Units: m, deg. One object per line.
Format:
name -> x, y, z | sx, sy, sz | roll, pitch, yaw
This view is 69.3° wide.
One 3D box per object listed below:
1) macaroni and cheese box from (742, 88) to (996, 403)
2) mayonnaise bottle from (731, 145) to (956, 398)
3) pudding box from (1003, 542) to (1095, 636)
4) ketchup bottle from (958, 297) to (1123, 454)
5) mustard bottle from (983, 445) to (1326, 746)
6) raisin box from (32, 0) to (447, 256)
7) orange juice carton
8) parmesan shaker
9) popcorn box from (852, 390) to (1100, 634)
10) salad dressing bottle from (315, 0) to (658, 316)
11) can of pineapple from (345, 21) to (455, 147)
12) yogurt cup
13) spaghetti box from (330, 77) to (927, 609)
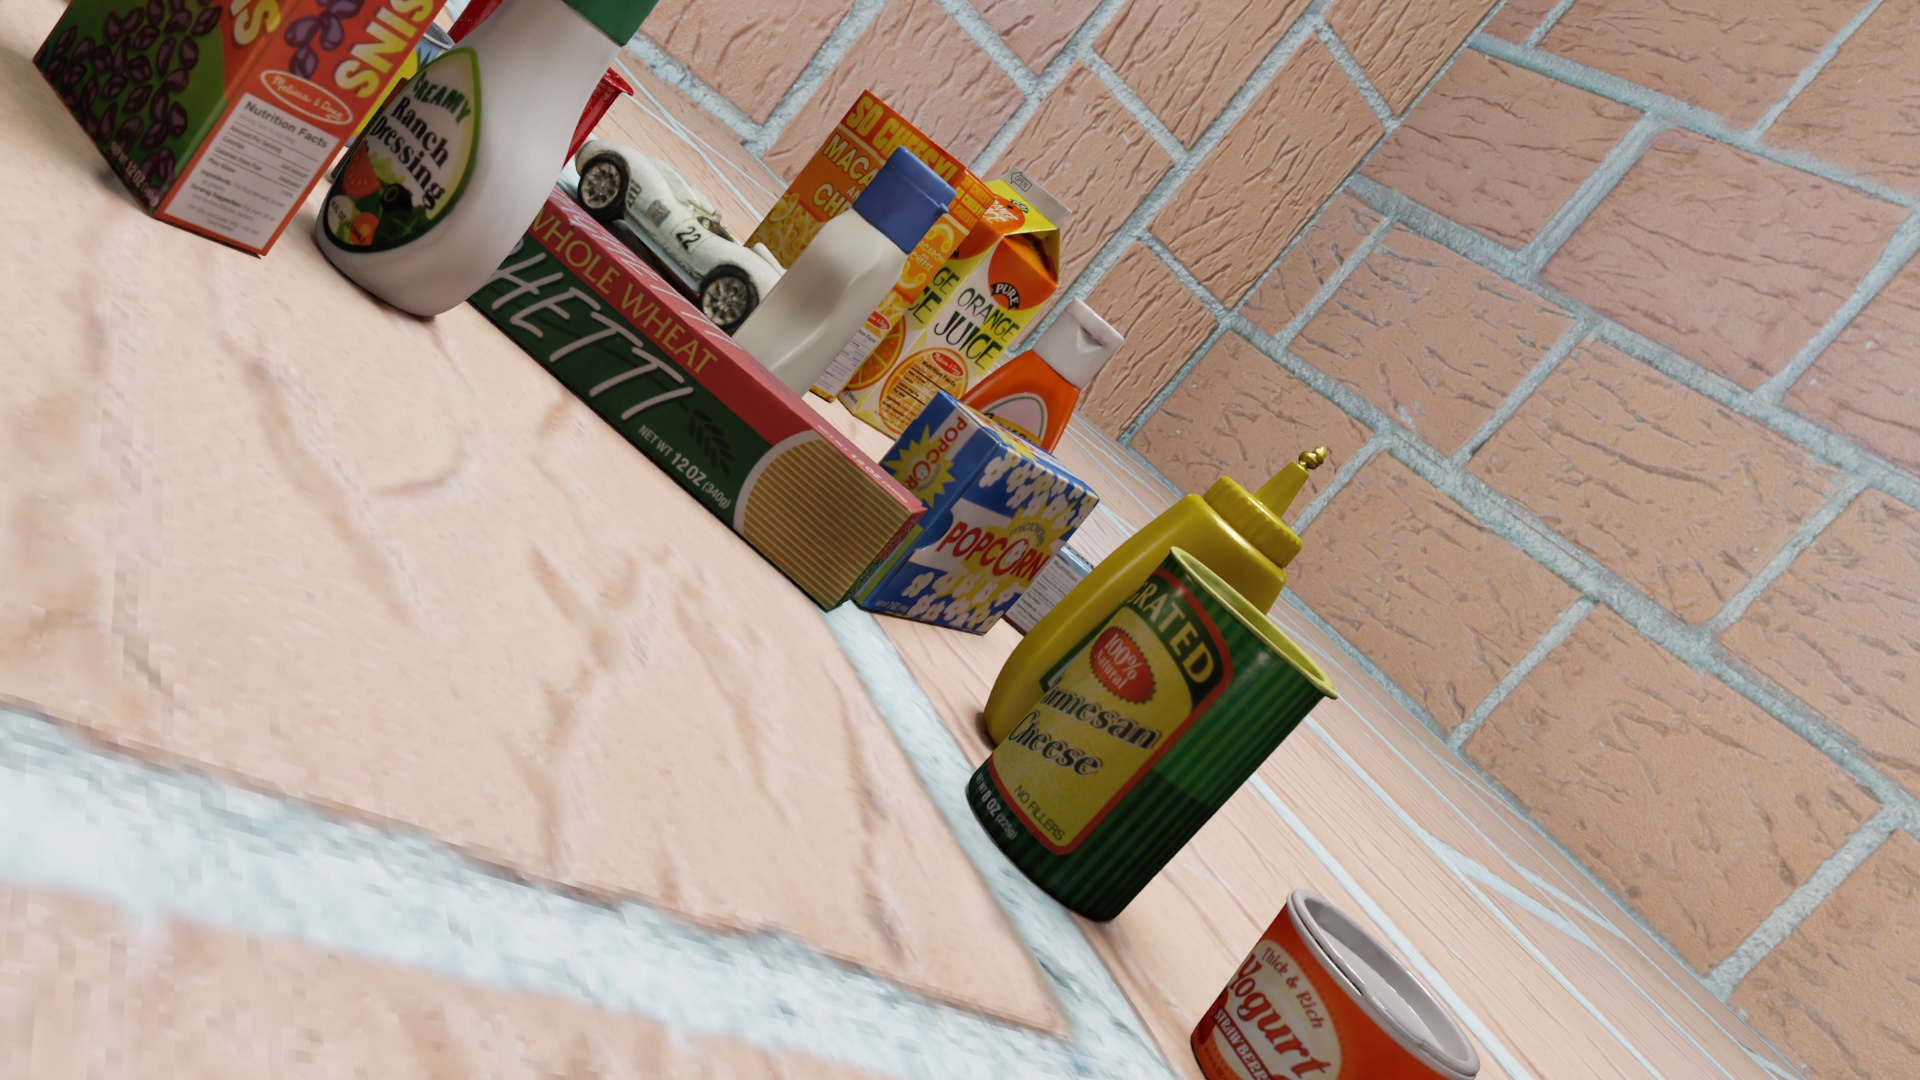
macaroni and cheese box -> -0.072, -0.190, 0.889 | 0.124, 0.166, 0.040 | 47, 11, 36
mayonnaise bottle -> -0.062, -0.122, 0.674 | 0.041, 0.148, 0.065 | 42, 9, 9
pudding box -> 0.038, 0.019, 0.717 | 0.084, 0.049, 0.030 | 40, 9, -1
ketchup bottle -> 0.029, -0.066, 0.769 | 0.064, 0.148, 0.043 | 39, 9, -12
mustard bottle -> 0.078, 0.024, 0.512 | 0.065, 0.160, 0.049 | 39, 9, -9
raisin box -> -0.196, -0.156, 0.390 | 0.086, 0.123, 0.040 | 45, 10, 25
orange juice carton -> -0.006, -0.162, 0.934 | 0.073, 0.192, 0.072 | 30, 14, -49
parmesan shaker -> 0.060, 0.063, 0.441 | 0.071, 0.103, 0.071 | 39, 9, -8
popcorn box -> 0.002, -0.007, 0.592 | 0.038, 0.085, 0.126 | 44, 10, 23
salad dressing bottle -> -0.145, -0.142, 0.445 | 0.064, 0.147, 0.044 | 45, 10, 27
can of pineapple -> -0.255, -0.204, 0.573 | 0.071, 0.058, 0.071 | 39, 9, -8
yogurt cup -> 0.104, 0.143, 0.398 | 0.072, 0.054, 0.072 | 39, 9, -8
spaghetti box -> -0.123, -0.074, 0.514 | 0.250, 0.050, 0.029 | 41, 9, 2
